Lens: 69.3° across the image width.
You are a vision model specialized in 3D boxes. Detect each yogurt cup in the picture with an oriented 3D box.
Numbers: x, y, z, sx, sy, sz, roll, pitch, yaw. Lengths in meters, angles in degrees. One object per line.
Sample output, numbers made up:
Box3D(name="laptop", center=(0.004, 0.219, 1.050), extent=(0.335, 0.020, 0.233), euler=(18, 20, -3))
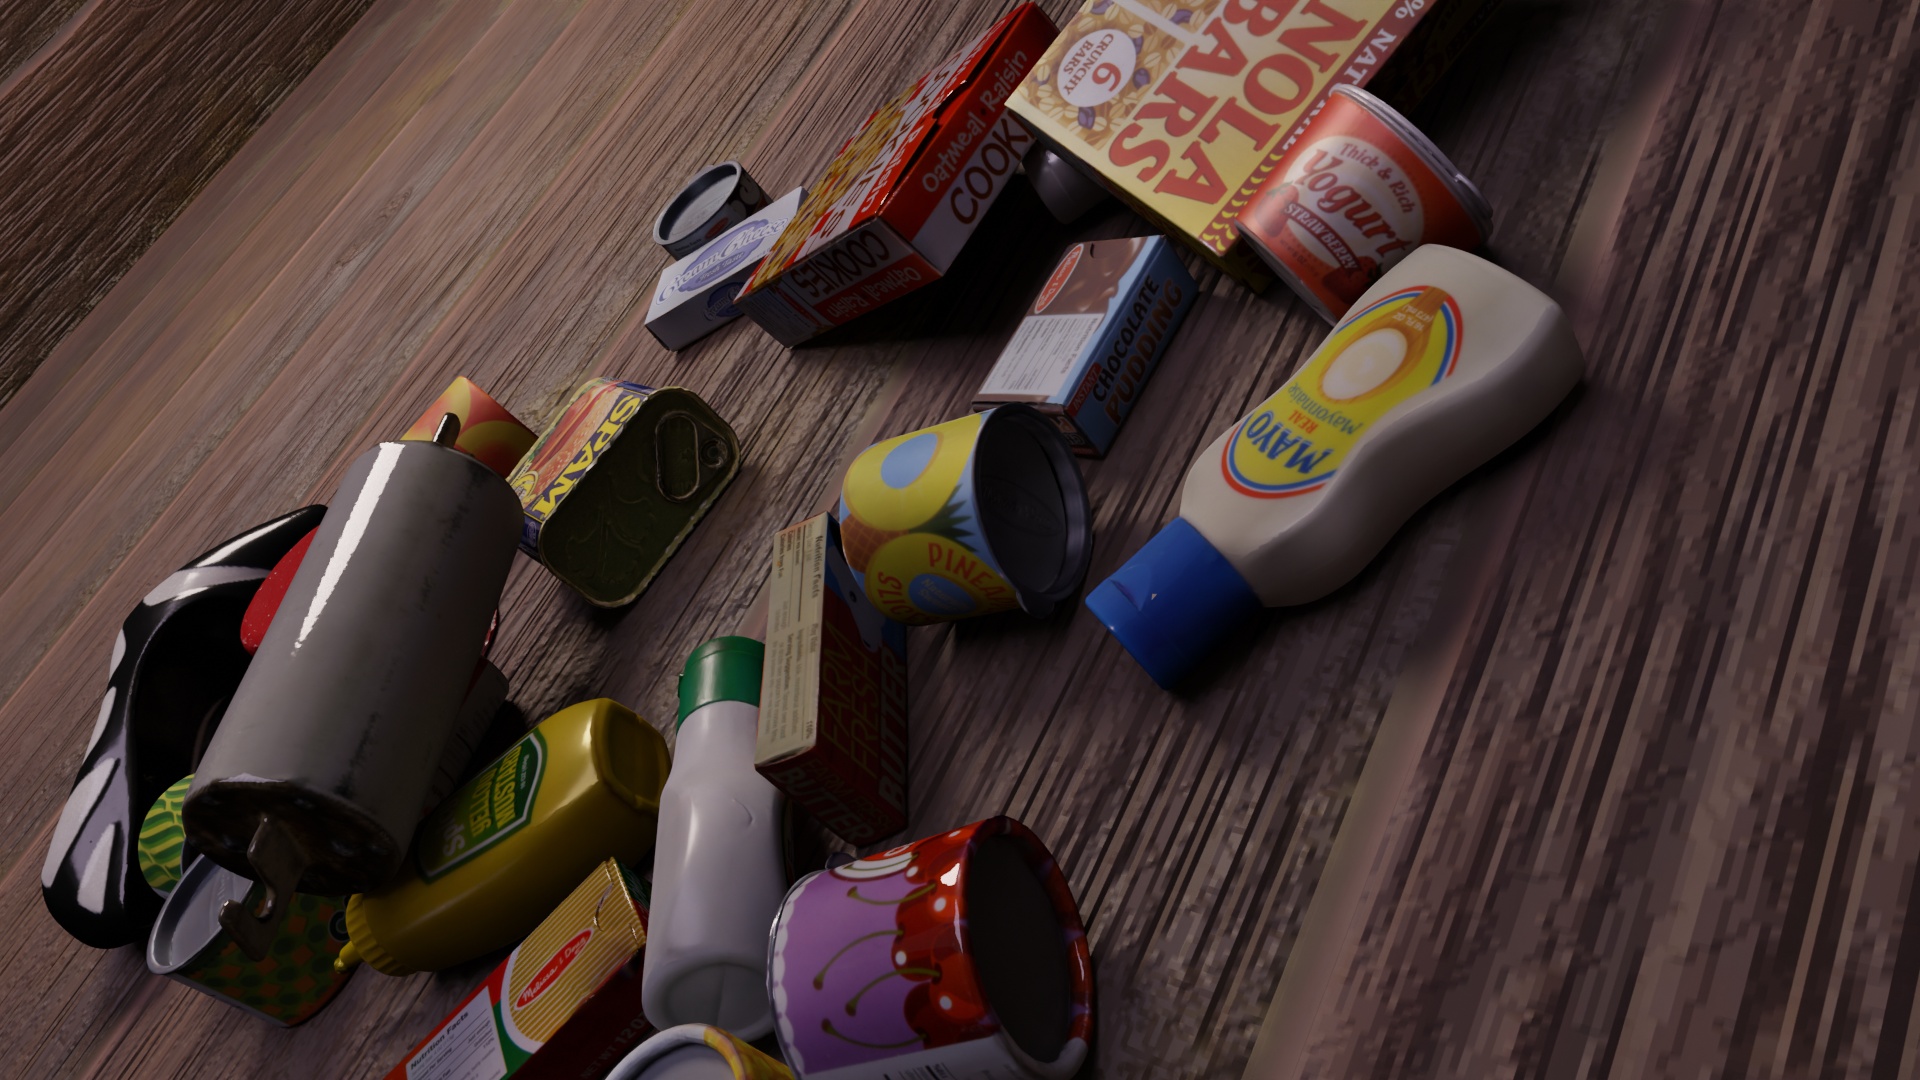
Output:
Box3D(name="yogurt cup", center=(0.125, -0.102, 0.442), extent=(0.054, 0.072, 0.073), euler=(-45, 35, 13))

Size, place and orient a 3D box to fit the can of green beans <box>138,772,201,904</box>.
Box3D(name="can of green beans", center=(-0.328, 0.138, 0.631), extent=(0.058, 0.071, 0.071), euler=(-4, 52, 42))

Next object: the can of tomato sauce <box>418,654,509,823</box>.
Box3D(name="can of tomato sauce", center=(-0.247, 0.085, 0.604), extent=(0.071, 0.071, 0.083), euler=(-8, 49, 39))

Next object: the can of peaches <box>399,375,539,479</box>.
Box3D(name="can of peaches", center=(-0.263, -0.047, 0.753), extent=(0.058, 0.071, 0.071), euler=(-51, 37, -10))

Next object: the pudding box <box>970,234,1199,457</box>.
Box3D(name="pudding box", center=(0.047, -0.073, 0.514), extent=(0.049, 0.030, 0.084), euler=(6, 59, 48))

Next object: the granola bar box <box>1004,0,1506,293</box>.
Box3D(name="granola bar box", center=(0.114, -0.189, 0.506), extent=(0.165, 0.039, 0.124), euler=(-50, 57, 8))

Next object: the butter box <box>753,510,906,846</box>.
Box3D(name="butter box", center=(-0.041, 0.044, 0.462), extent=(0.024, 0.053, 0.104), euler=(-25, 41, 20))

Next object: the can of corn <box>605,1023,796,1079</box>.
Box3D(name="can of corn", center=(-0.058, 0.167, 0.352), extent=(0.071, 0.058, 0.071), euler=(-26, 40, 24))

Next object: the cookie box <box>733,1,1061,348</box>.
Box3D(name="cookie box", center=(-0.029, -0.159, 0.626), extent=(0.123, 0.040, 0.167), euler=(-58, 23, -19))

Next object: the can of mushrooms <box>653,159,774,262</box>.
Box3D(name="can of mushrooms", center=(-0.141, -0.186, 0.803), extent=(0.071, 0.033, 0.071), euler=(-26, 40, 24))

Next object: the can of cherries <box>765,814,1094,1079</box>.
Box3D(name="can of cherries", center=(-0.006, 0.107, 0.354), extent=(0.058, 0.071, 0.072), euler=(-24, 41, 25))

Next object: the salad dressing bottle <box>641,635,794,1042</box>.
Box3D(name="salad dressing bottle", center=(-0.076, 0.089, 0.451), extent=(0.148, 0.044, 0.064), euler=(-101, 20, -55))

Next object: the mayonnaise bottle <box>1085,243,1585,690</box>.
Box3D(name="mayonnaise bottle", center=(0.102, -0.019, 0.398), extent=(0.148, 0.041, 0.065), euler=(-42, 38, 1))

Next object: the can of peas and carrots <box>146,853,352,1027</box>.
Box3D(name="can of peas and carrots", center=(-0.288, 0.158, 0.578), extent=(0.071, 0.058, 0.071), euler=(-25, 40, 23))

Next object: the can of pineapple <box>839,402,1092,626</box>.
Box3D(name="can of pineapple", center=(0.002, -0.006, 0.460), extent=(0.057, 0.071, 0.071), euler=(-13, 46, 36))

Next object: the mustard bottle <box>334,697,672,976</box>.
Box3D(name="mustard bottle", center=(-0.180, 0.123, 0.519), extent=(0.160, 0.048, 0.065), euler=(-35, 35, 12))

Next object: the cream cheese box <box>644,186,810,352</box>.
Box3D(name="cream cheese box", center=(-0.121, -0.146, 0.752), extent=(0.103, 0.024, 0.054), euler=(-24, 39, 24))

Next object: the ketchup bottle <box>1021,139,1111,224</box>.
Box3D(name="ketchup bottle", center=(0.095, -0.185, 0.568), extent=(0.148, 0.043, 0.065), euler=(-30, 45, 19))

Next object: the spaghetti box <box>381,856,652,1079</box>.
Box3D(name="spaghetti box", center=(-0.191, 0.211, 0.459), extent=(0.250, 0.028, 0.050), euler=(-44, 36, -1))
